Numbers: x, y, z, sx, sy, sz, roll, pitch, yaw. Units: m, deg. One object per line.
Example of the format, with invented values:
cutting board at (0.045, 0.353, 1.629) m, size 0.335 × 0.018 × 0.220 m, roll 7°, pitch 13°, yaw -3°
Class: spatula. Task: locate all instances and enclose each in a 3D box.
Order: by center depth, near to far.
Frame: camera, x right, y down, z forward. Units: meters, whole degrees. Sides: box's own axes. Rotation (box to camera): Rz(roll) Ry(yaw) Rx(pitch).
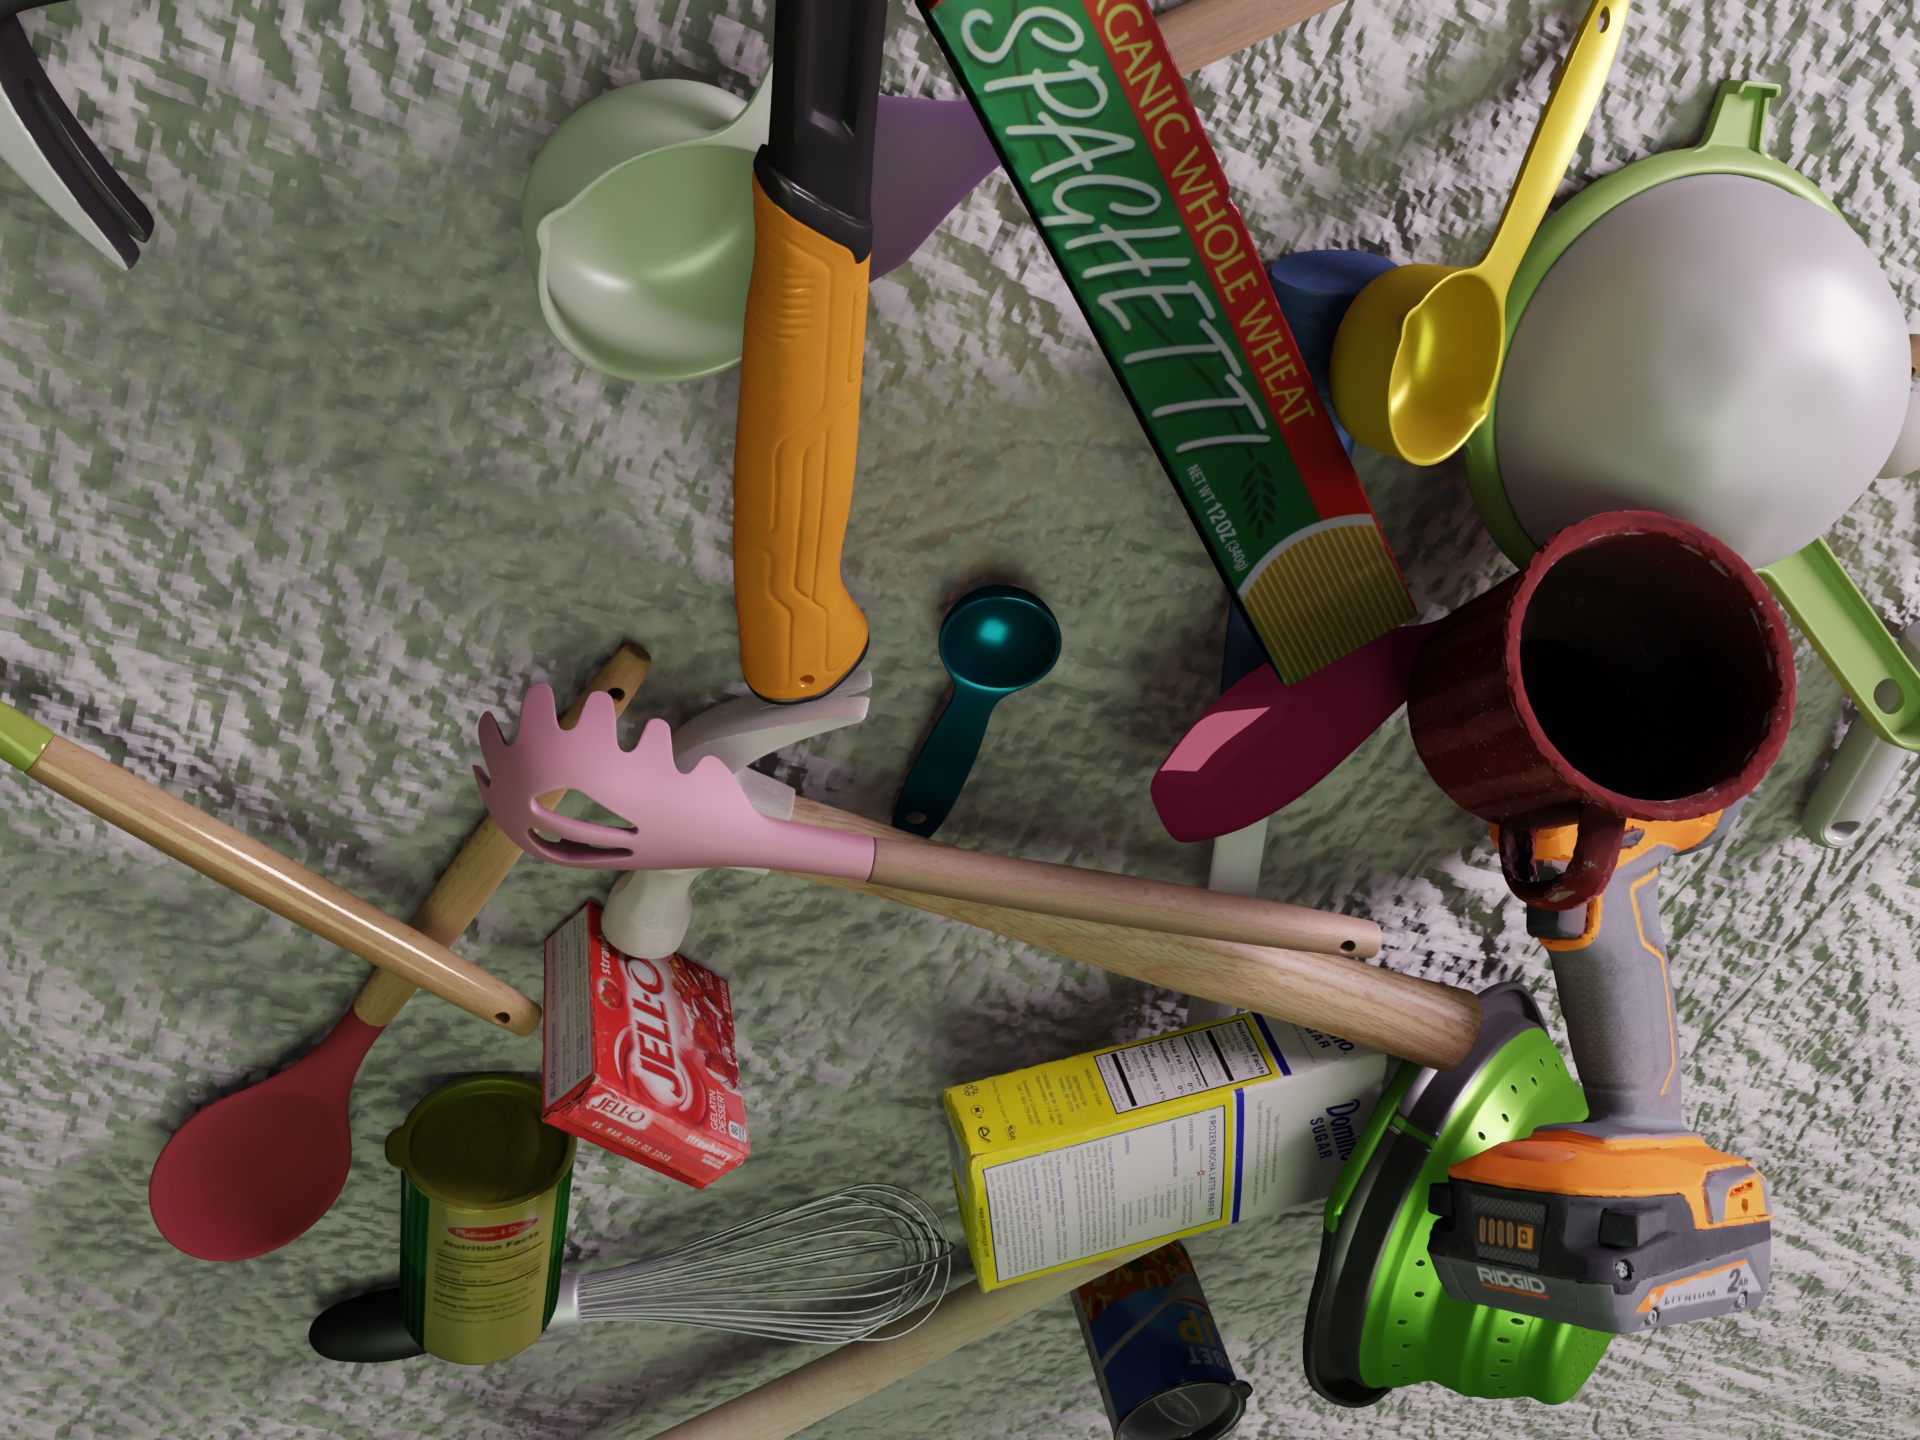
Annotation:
spatula at (0.044, -0.183, 0.442) m, size 0.316 × 0.018 × 0.059 m, roll -23°, pitch 127°, yaw 4°

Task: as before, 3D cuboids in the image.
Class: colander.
colander at (0.272, 0.269, 0.759) m, size 0.204 × 0.095 × 0.396 m, roll -55°, pitch 143°, yaw -16°

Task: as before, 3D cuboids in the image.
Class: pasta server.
pasta server at (-0.005, 0.046, 0.536) m, size 0.316 × 0.040 × 0.060 m, roll 10°, pitch 123°, yaw -13°

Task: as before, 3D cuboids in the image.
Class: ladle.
ladle at (-0.259, 0.031, 0.485) m, size 0.078 × 0.062 × 0.319 m, roll -40°, pitch 123°, yaw 17°
ladle at (-0.203, 0.090, 0.579) m, size 0.069 × 0.031 × 0.315 m, roll 28°, pitch 113°, yaw -31°

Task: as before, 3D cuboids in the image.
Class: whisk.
whisk at (0.392, -0.037, 0.630) m, size 0.058 × 0.059 × 0.246 m, roll 2°, pitch 132°, yaw -2°
whisk at (-0.143, 0.252, 0.702) m, size 0.284 × 0.070 × 0.070 m, roll -7°, pitch 128°, yaw -4°

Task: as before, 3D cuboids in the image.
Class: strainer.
strainer at (0.276, -0.067, 0.520) m, size 0.151 × 0.069 × 0.256 m, roll -45°, pitch 113°, yaw 5°

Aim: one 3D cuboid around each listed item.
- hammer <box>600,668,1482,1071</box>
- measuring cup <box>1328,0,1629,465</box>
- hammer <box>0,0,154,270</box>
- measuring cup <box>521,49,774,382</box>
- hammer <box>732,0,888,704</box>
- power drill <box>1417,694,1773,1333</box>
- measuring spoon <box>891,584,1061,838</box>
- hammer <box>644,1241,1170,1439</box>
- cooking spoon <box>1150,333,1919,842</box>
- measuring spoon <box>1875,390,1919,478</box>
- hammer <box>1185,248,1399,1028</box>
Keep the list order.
hammer at (0.044, 0.071, 0.587) m, size 0.331 × 0.031 × 0.130 m, roll 17°, pitch 122°, yaw -12°
measuring cup at (0.154, -0.150, 0.470) m, size 0.062 × 0.029 × 0.156 m, roll 27°, pitch 88°, yaw -47°
hammer at (-0.084, -0.203, 0.382) m, size 0.334 × 0.035 × 0.146 m, roll -10°, pitch 128°, yaw -8°
measuring cup at (-0.051, -0.157, 0.387) m, size 0.083 × 0.038 × 0.167 m, roll 5°, pitch 137°, yaw -42°
hammer at (-0.045, -0.107, 0.395) m, size 0.127 × 0.034 × 0.336 m, roll -15°, pitch 150°, yaw -17°
power drill at (0.223, 0.095, 0.579) m, size 0.164 × 0.226 × 0.084 m, roll 9°, pitch 169°, yaw -37°
measuring spoon at (-0.001, -0.002, 0.574) m, size 0.042 × 0.021 × 0.128 m, roll 14°, pitch 131°, yaw -13°
hammer at (-0.029, 0.306, 0.772) m, size 0.410 × 0.038 × 0.146 m, roll -27°, pitch 151°, yaw 1°
cooking spoon at (0.206, -0.049, 0.558) m, size 0.319 × 0.017 × 0.068 m, roll -32°, pitch 132°, yaw -2°
measuring spoon at (0.302, -0.091, 0.581) m, size 0.124 × 0.018 × 0.034 m, roll -15°, pitch 129°, yaw -3°
hammer at (0.105, 0.024, 0.606) m, size 0.144 × 0.035 × 0.405 m, roll -7°, pitch 128°, yaw -10°
